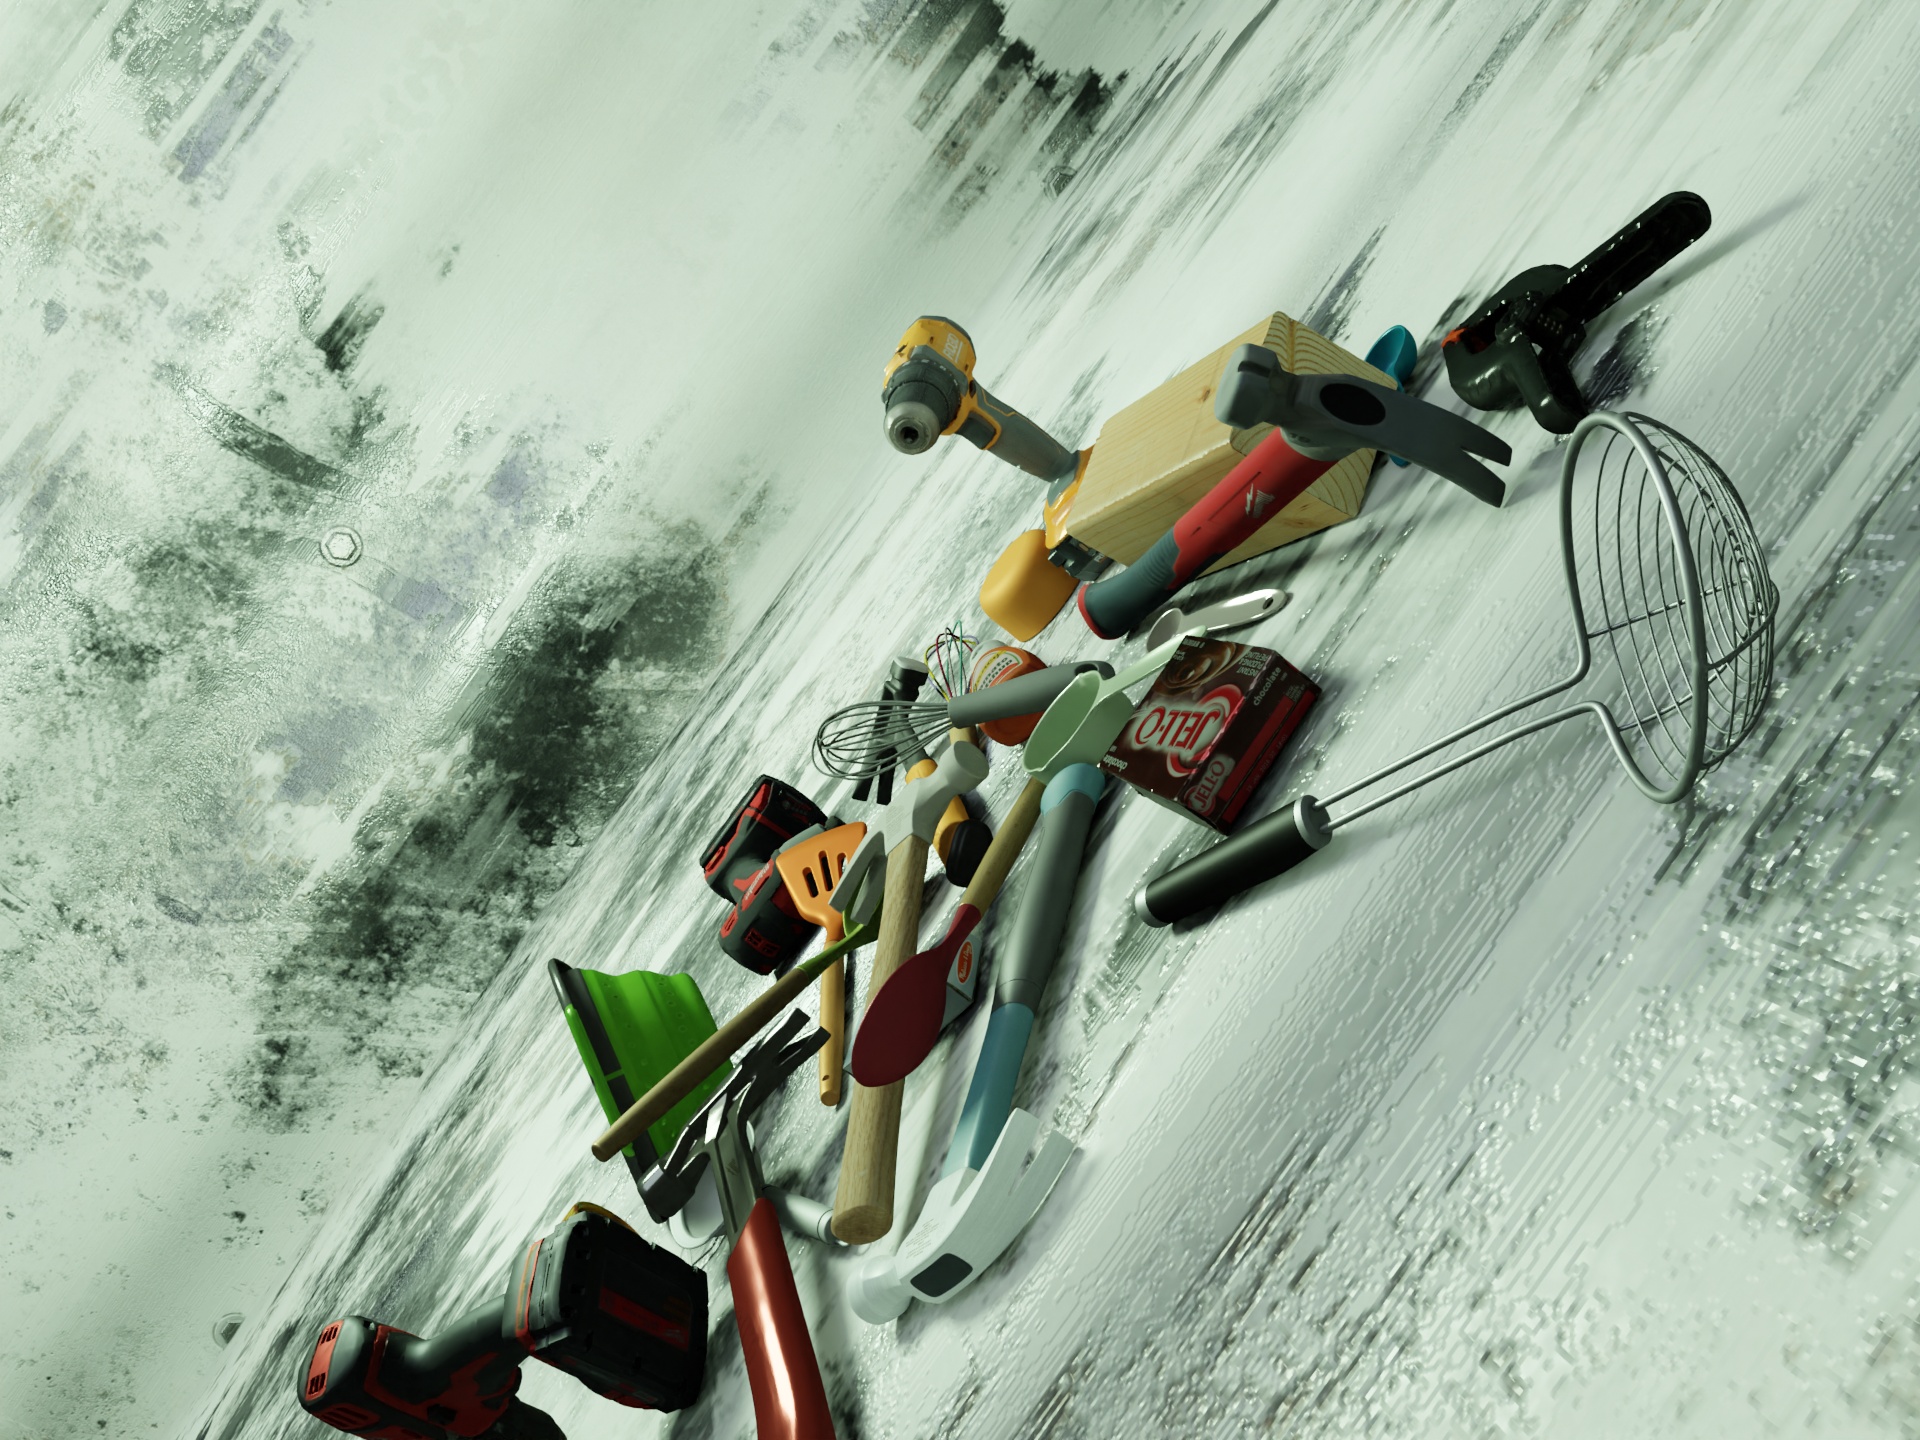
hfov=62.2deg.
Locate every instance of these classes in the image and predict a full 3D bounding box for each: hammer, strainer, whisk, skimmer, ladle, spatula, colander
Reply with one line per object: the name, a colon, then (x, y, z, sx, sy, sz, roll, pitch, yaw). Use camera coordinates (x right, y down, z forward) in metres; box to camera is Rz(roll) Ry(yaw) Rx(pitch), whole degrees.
hammer: (-0.097, 0.281, 0.824, 0.149, 0.036, 0.359, -47, 21, 1)
strainer: (-0.117, 0.288, 0.949, 0.258, 0.050, 0.087, -13, 49, 60)
whisk: (0.002, -0.019, 1.282, 0.051, 0.047, 0.245, -61, 15, 22)
hammer: (0.156, -0.102, 0.909, 0.386, 0.143, 0.038, 136, 151, -74)
skimmer: (0.154, 0.015, 0.613, 0.363, 0.090, 0.127, -39, 52, 51)
hammer: (-0.042, 0.155, 0.926, 0.130, 0.031, 0.332, -44, 24, 31)
hammer: (-0.028, 0.053, 1.173, 0.337, 0.034, 0.127, -124, 49, -70)
ladle: (-0.127, 0.170, 1.020, 0.320, 0.062, 0.078, -38, -11, -46)
ladle: (0.012, 0.097, 0.916, 0.315, 0.031, 0.069, -56, -28, -54)
whisk: (-0.002, -0.003, 1.097, 0.239, 0.055, 0.055, -15, 33, 27)
spatula: (-0.096, 0.170, 1.145, 0.081, 0.041, 0.323, -23, 22, 5)
colander: (-0.232, 0.273, 1.233, 0.094, 0.204, 0.397, -23, -11, -15)
hammer: (0.029, 0.145, 0.828, 0.128, 0.033, 0.331, -43, 18, 40)

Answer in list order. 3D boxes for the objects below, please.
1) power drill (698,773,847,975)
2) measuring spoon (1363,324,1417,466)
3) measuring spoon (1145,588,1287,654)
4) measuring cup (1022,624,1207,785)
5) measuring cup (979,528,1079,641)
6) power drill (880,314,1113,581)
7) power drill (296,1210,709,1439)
power drill: (-0.158, 0.125, 1.386, 0.143, 0.078, 0.220, -54, 17, 1)
measuring spoon: (0.254, -0.181, 0.912, 0.042, 0.021, 0.129, -51, 22, 39)
measuring spoon: (0.154, -0.057, 0.943, 0.124, 0.018, 0.034, -15, 48, 58)
measuring cup: (0.101, -0.008, 0.946, 0.167, 0.038, 0.083, -36, 23, 46)
measuring cup: (0.067, -0.144, 1.327, 0.095, 0.052, 0.174, -38, 23, 47)
power drill: (0.036, -0.204, 1.213, 0.084, 0.226, 0.185, -47, 16, 28)
power drill: (-0.254, 0.390, 0.951, 0.226, 0.187, 0.080, -29, 38, 23)
